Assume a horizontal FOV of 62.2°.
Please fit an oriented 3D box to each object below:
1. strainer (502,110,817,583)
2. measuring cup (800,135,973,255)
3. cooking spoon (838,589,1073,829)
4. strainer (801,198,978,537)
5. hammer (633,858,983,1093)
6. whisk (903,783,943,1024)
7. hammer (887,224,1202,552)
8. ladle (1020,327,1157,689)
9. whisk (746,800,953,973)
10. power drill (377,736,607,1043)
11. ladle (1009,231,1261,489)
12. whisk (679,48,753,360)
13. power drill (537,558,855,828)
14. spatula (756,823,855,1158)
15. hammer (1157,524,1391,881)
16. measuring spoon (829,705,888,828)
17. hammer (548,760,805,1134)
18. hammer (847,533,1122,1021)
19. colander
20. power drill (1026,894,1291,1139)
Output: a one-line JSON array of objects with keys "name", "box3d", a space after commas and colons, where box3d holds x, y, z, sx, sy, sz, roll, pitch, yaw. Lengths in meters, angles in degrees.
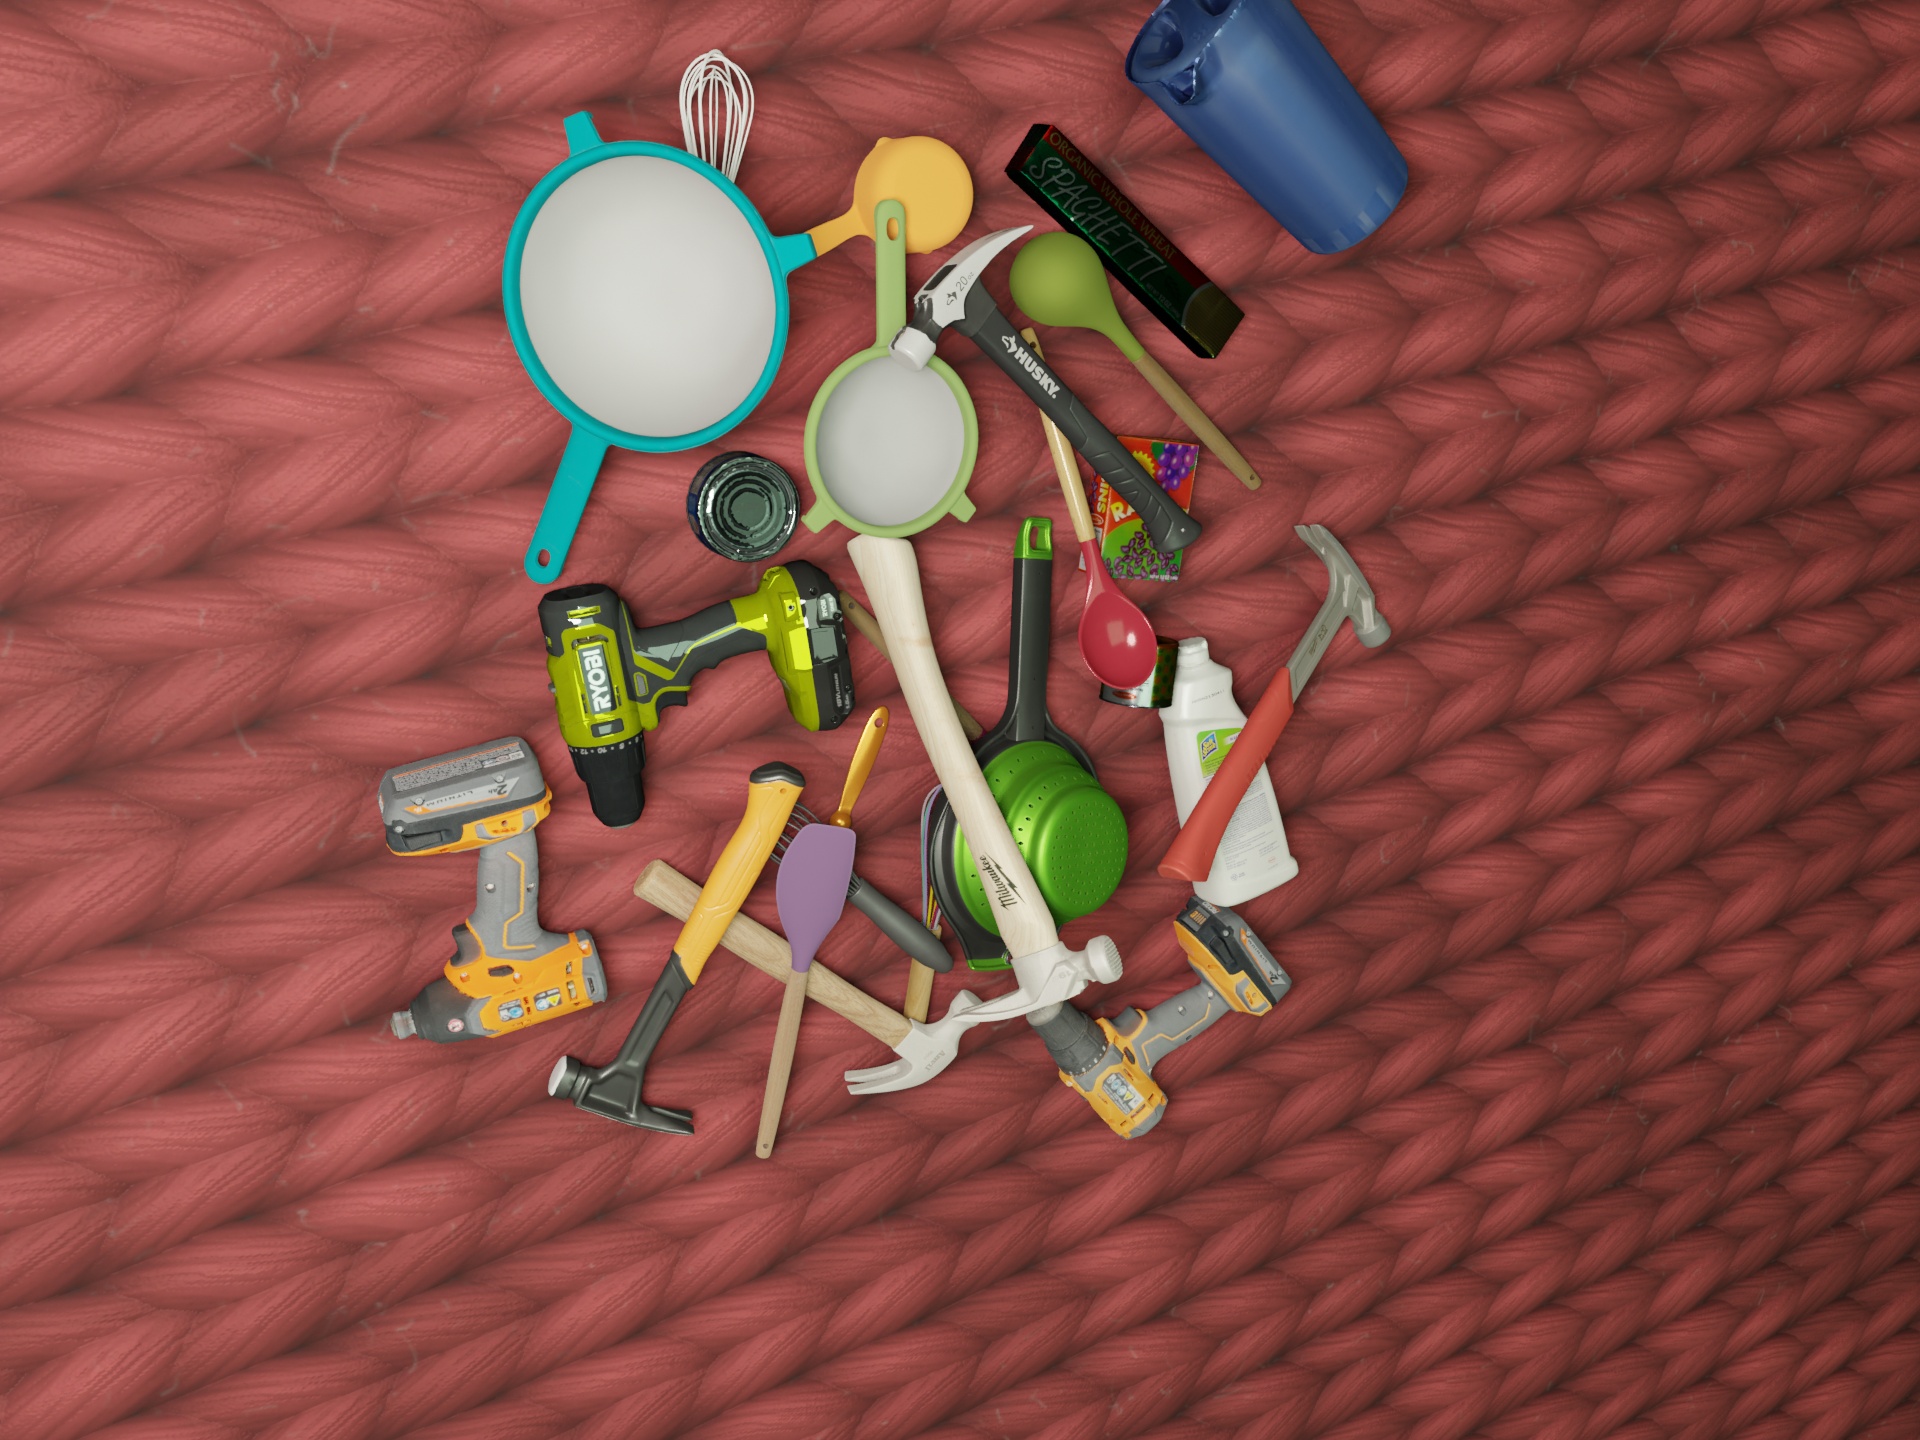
[{"name": "strainer", "box3d": [-0.240, -0.255, 1.171, 0.211, 0.095, 0.340, 29, 115, 1]}, {"name": "measuring cup", "box3d": [-0.068, -0.389, 1.231, 0.173, 0.052, 0.095, -32, 115, -16]}, {"name": "cooking spoon", "box3d": [-0.002, -0.004, 1.385, 0.318, 0.017, 0.069, 45, 77, -28]}, {"name": "strainer", "box3d": [-0.066, -0.275, 1.252, 0.151, 0.069, 0.256, -8, 107, -28]}, {"name": "hammer", "box3d": [-0.138, 0.218, 1.363, 0.331, 0.031, 0.130, 36, 100, -23]}, {"name": "whisk", "box3d": [-0.022, 0.162, 1.411, 0.051, 0.047, 0.245, 5, 106, -14]}, {"name": "hammer", "box3d": [0.093, -0.251, 1.294, 0.334, 0.035, 0.146, 40, 78, -33]}, {"name": "ladle", "box3d": [0.100, -0.178, 1.351, 0.069, 0.031, 0.315, -19, 99, -14]}, {"name": "whisk", "box3d": [-0.091, 0.144, 1.354, 0.238, 0.055, 0.055, 43, 84, -22]}, {"name": "power drill", "box3d": [-0.374, 0.142, 1.221, 0.164, 0.084, 0.226, -17, 114, -19]}, {"name": "ladle", "box3d": [0.161, -0.300, 1.375, 0.319, 0.062, 0.078, 38, 83, -35]}, {"name": "whisk", "box3d": [-0.185, -0.369, 1.189, 0.058, 0.059, 0.246, 8, 109, 13]}, {"name": "power drill", "box3d": [-0.205, -0.026, 1.255, 0.228, 0.080, 0.190, -14, 109, -18]}, {"name": "spatula", "box3d": [-0.142, 0.232, 1.340, 0.059, 0.018, 0.315, 8, 108, -11]}, {"name": "hammer", "box3d": [0.275, -0.006, 1.446, 0.149, 0.037, 0.359, 48, 65, -28]}, {"name": "measuring spoon", "box3d": [-0.085, 0.043, 1.363, 0.021, 0.011, 0.117, 18, 96, -27]}, {"name": "hammer", "box3d": [-0.208, 0.185, 1.296, 0.127, 0.034, 0.337, 24, 102, -20]}, {"name": "hammer", "box3d": [-0.010, 0.042, 1.300, 0.146, 0.038, 0.411, -23, 87, 18]}, {"name": "colander", "box3d": [0.080, 0.026, 1.362, 0.204, 0.094, 0.397, -3, 97, -42]}, {"name": "power drill", "box3d": [0.182, 0.267, 1.511, 0.226, 0.084, 0.185, -42, 115, -4]}]
